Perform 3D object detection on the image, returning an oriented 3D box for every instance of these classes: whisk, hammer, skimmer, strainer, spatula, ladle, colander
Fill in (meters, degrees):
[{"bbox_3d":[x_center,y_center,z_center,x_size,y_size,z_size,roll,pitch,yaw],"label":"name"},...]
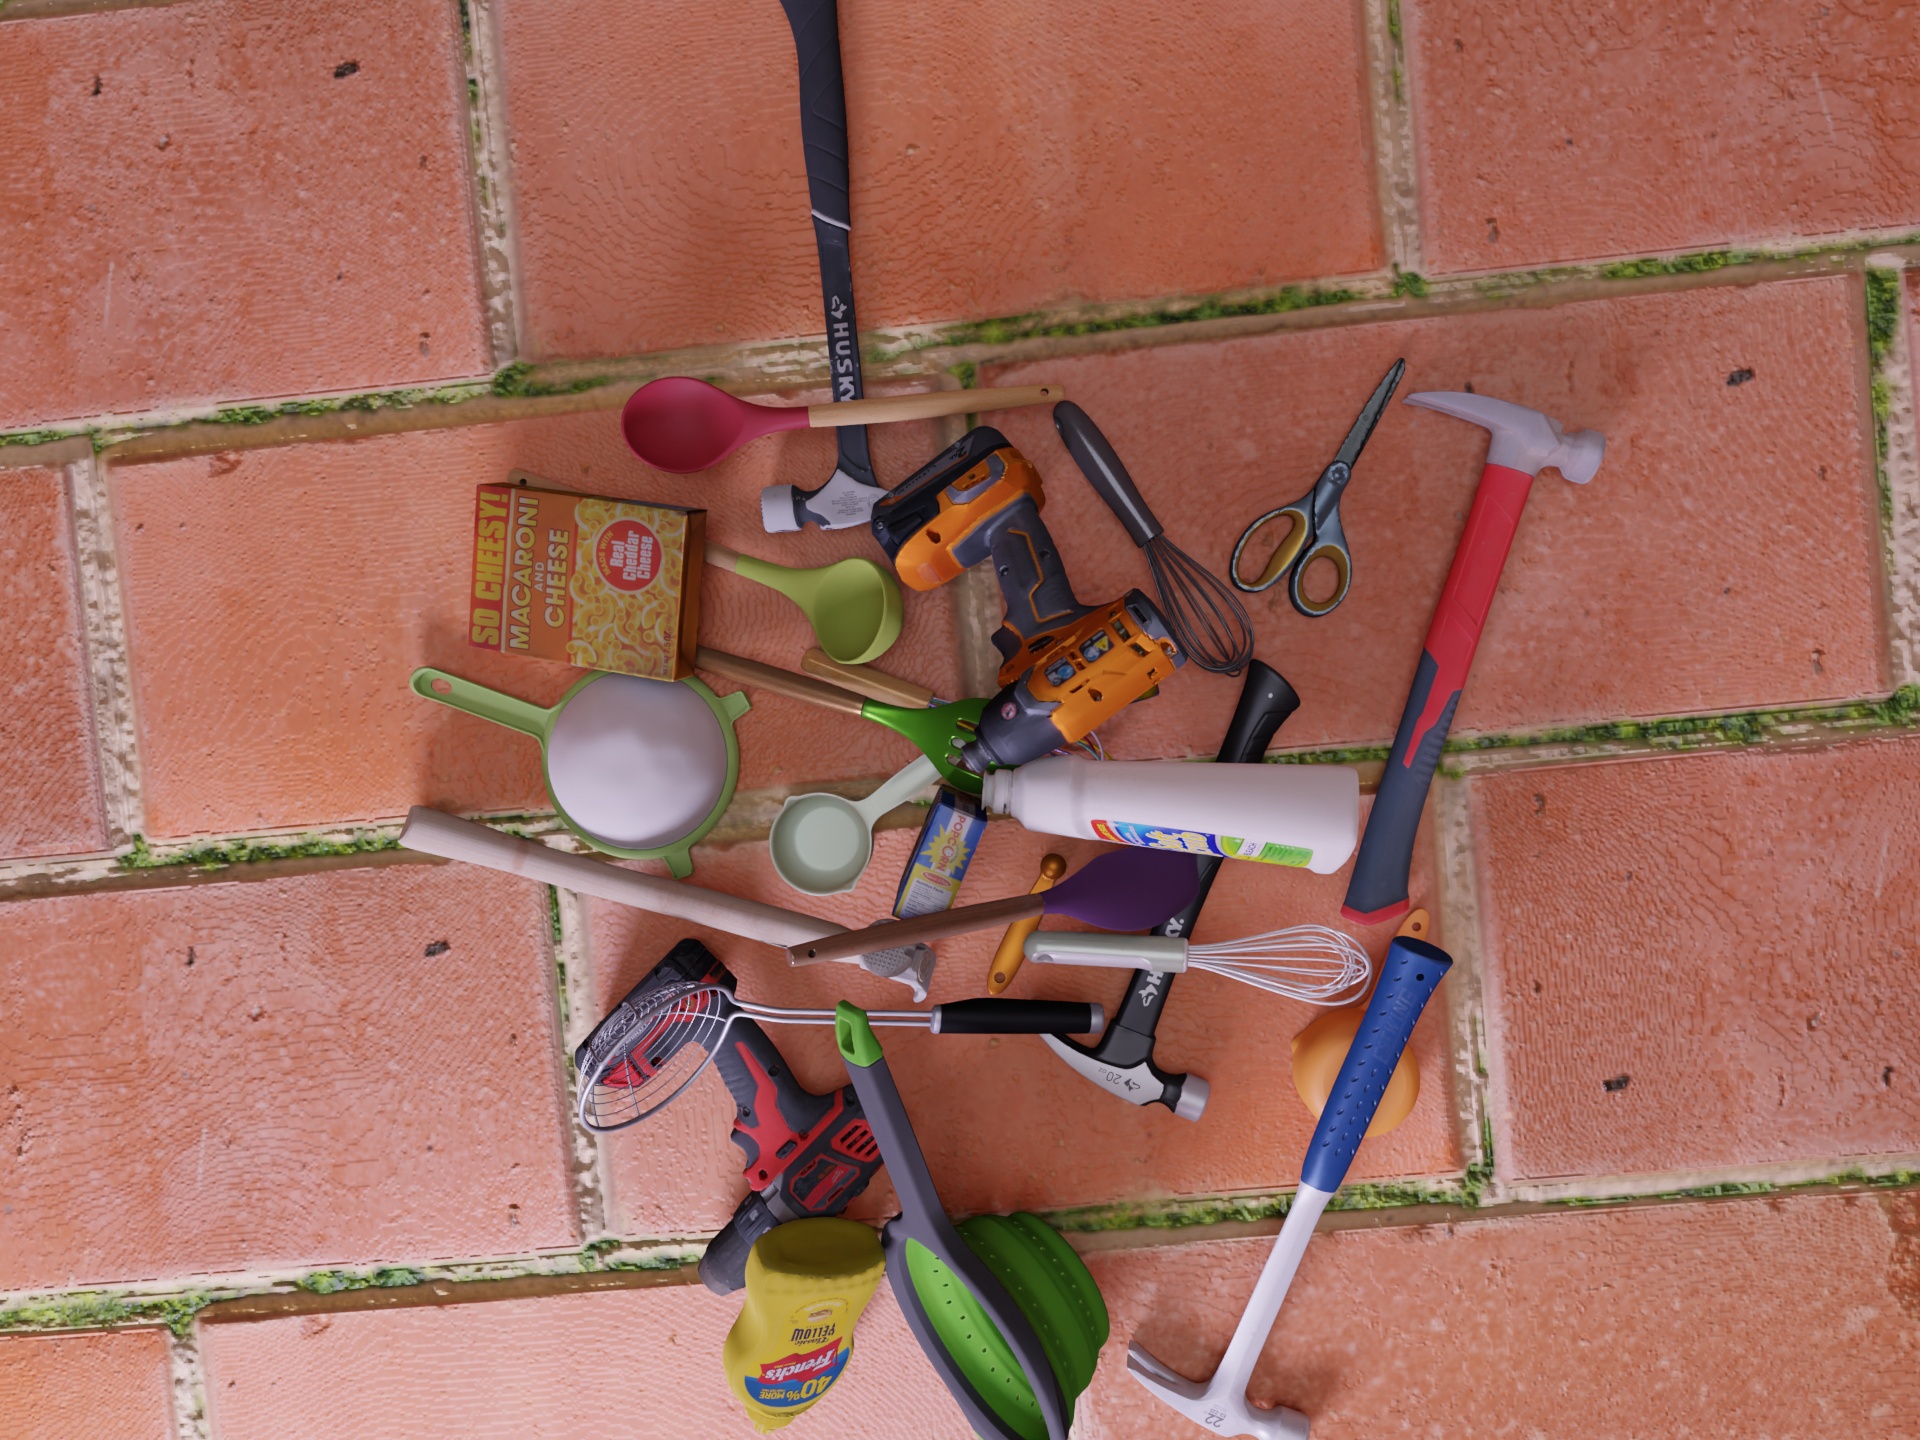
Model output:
[{"bbox_3d":[-0.001,-0.004,1.171,0.245,0.051,0.047,20,58,6],"label":"whisk"},{"bbox_3d":[-0.217,0.130,1.162,0.411,0.146,0.038,13,74,12],"label":"hammer"},{"bbox_3d":[-0.075,0.229,1.091,0.363,0.090,0.127,2,135,-10],"label":"skimmer"},{"bbox_3d":[0.165,0.115,1.165,0.146,0.035,0.335,21,93,2],"label":"hammer"},{"bbox_3d":[0.334,-0.042,1.149,0.143,0.038,0.386,18,93,4],"label":"hammer"},{"bbox_3d":[0.138,-0.133,1.153,0.055,0.055,0.239,-34,86,4],"label":"whisk"},{"bbox_3d":[-0.088,-0.346,1.163,0.149,0.036,0.409,-5,91,2],"label":"hammer"},{"bbox_3d":[-0.291,0.012,1.168,0.256,0.069,0.151,20,93,1],"label":"strainer"},{"bbox_3d":[0.244,0.337,1.129,0.144,0.035,0.405,20,105,3],"label":"hammer"},{"bbox_3d":[0.032,0.131,1.077,0.315,0.018,0.060,-8,90,-26],"label":"spatula"},{"bbox_3d":[-0.082,-0.221,1.136,0.315,0.031,0.069,-5,94,-1],"label":"ladle"},{"bbox_3d":[0.014,0.347,1.105,0.094,0.205,0.396,-29,111,-27],"label":"colander"},{"bbox_3d":[0.167,0.168,1.129,0.246,0.057,0.059,3,58,6],"label":"whisk"},{"bbox_3d":[-0.191,-0.124,1.167,0.320,0.062,0.078,21,101,5],"label":"ladle"}]

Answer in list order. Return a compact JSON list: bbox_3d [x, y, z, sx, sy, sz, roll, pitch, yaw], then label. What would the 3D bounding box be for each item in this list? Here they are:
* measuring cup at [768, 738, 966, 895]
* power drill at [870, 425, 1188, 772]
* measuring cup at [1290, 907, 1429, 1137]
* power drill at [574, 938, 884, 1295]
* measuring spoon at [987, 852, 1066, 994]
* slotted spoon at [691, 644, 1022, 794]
[{"bbox_3d":[-0.064,0.064,1.173,0.167,0.038,0.083,-35,89,3],"label":"measuring cup"},{"bbox_3d":[0.030,-0.078,1.097,0.164,0.084,0.227,-36,61,4],"label":"power drill"},{"bbox_3d":[0.305,0.219,1.151,0.095,0.052,0.173,23,95,2],"label":"measuring cup"},{"bbox_3d":[-0.178,0.295,1.171,0.226,0.080,0.188,44,94,-2],"label":"power drill"},{"bbox_3d":[0.048,0.153,1.184,0.021,0.011,0.117,26,93,2],"label":"measuring spoon"},{"bbox_3d":[-0.093,-0.014,1.155,0.314,0.031,0.070,17,101,14],"label":"slotted spoon"}]
